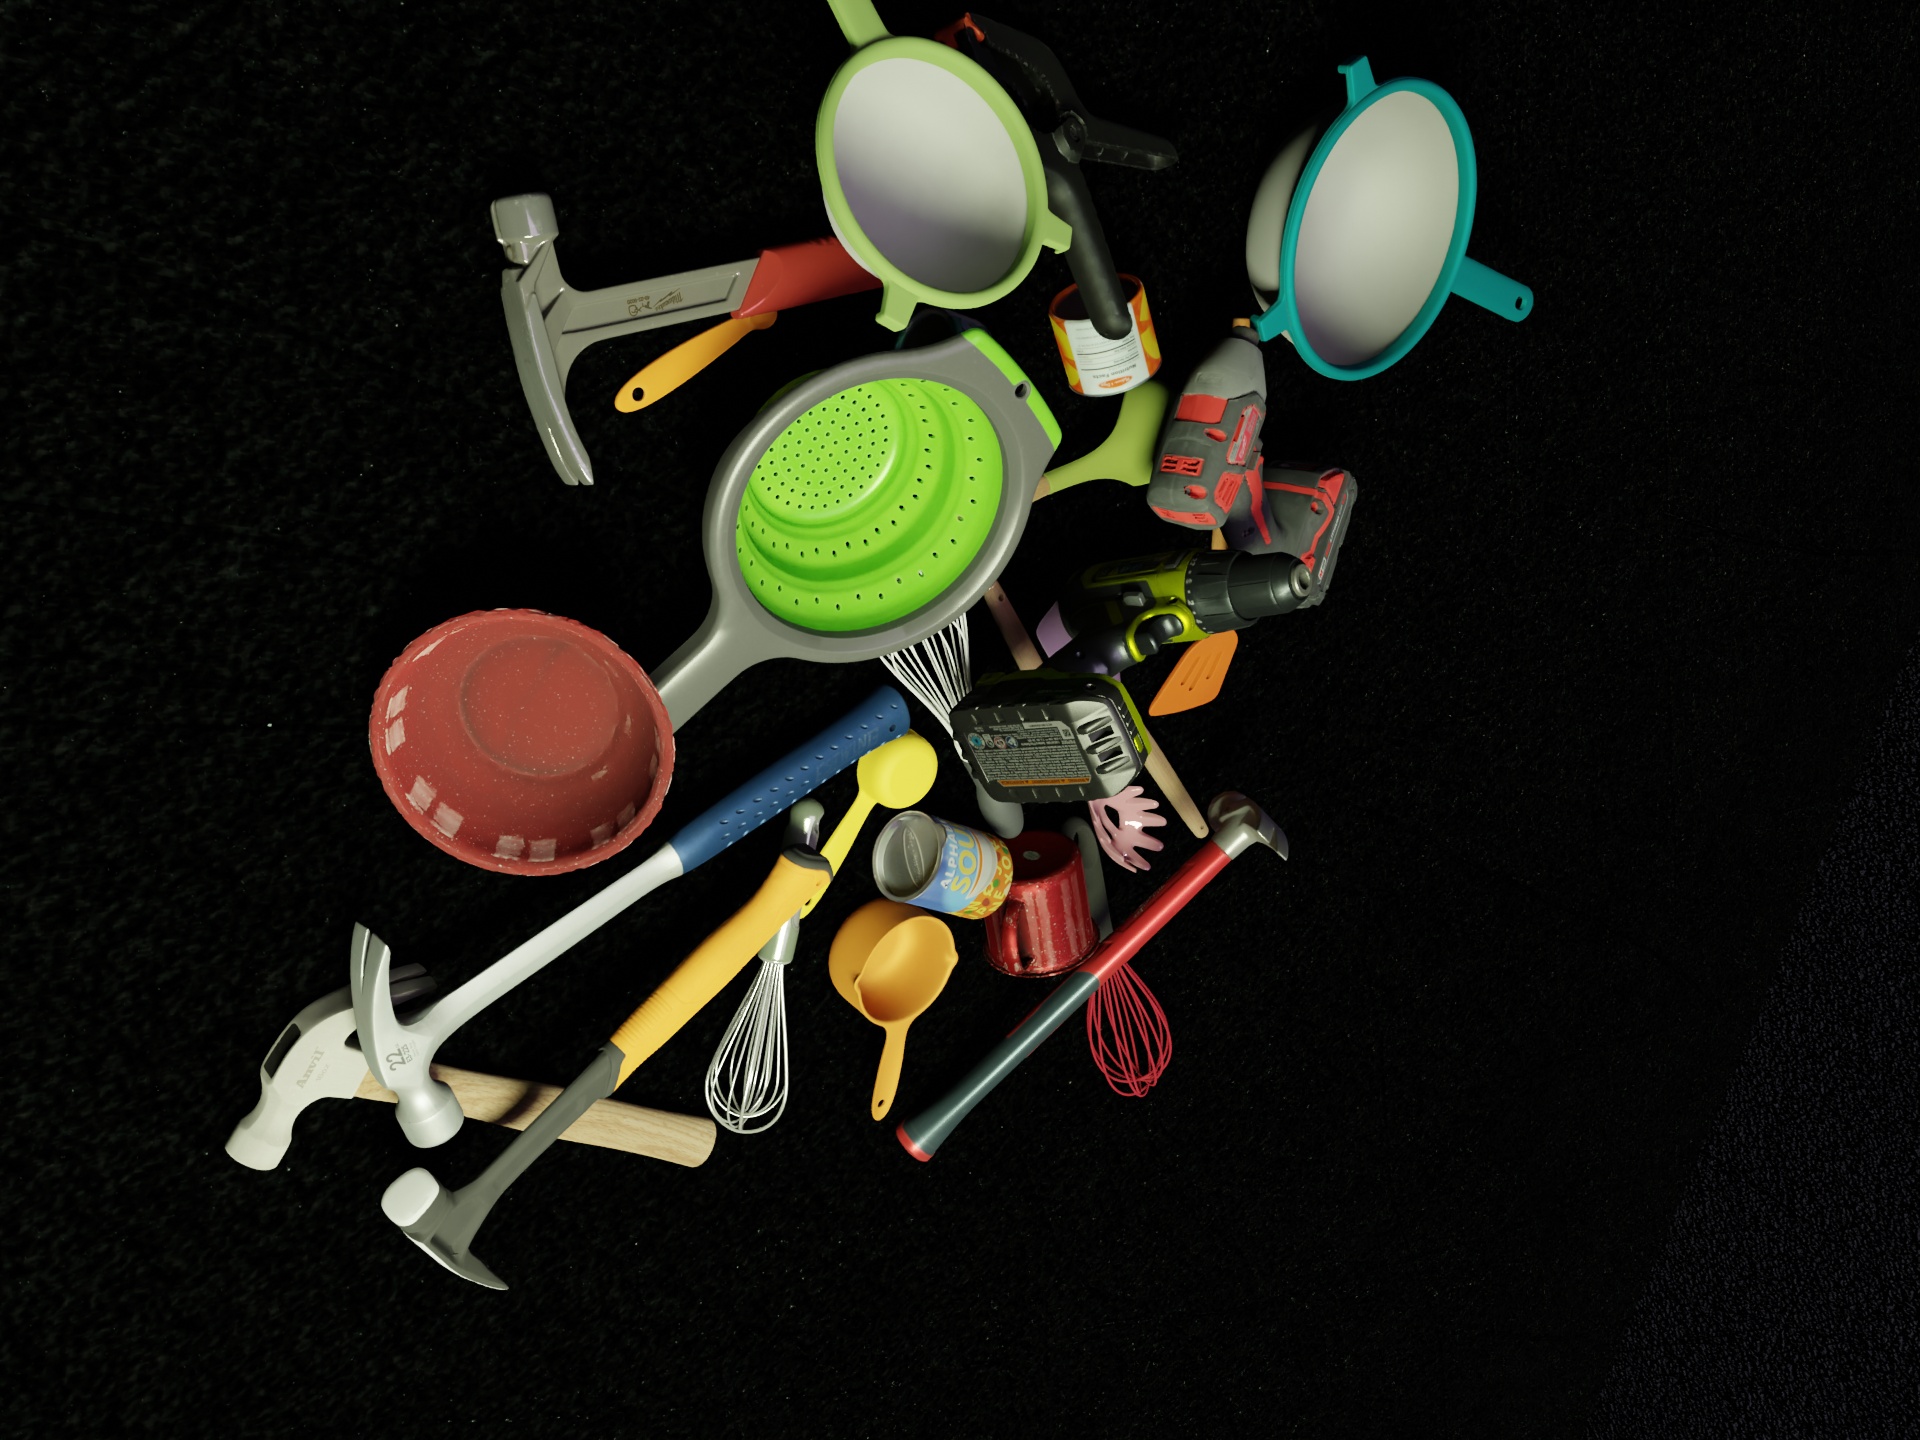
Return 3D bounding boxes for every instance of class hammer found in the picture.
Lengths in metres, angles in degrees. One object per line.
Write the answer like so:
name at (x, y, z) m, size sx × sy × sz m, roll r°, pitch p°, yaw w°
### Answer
hammer at (0.098, 0.206, 1.237) m, size 0.386 × 0.143 × 0.038 m, roll -44°, pitch 97°, yaw 3°
hammer at (-0.280, 0.240, 1.006) m, size 0.331 × 0.031 × 0.130 m, roll 29°, pitch 90°, yaw -46°
hammer at (-0.090, -0.249, 0.920) m, size 0.359 × 0.037 × 0.149 m, roll -23°, pitch 111°, yaw -35°
hammer at (-0.202, 0.206, 1.004) m, size 0.337 × 0.034 × 0.127 m, roll -45°, pitch 147°, yaw -21°
hammer at (-0.187, 0.087, 0.982) m, size 0.405 × 0.035 × 0.144 m, roll -36°, pitch 131°, yaw -32°

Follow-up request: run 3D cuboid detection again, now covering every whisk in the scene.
whisk at (-0.129, 0.171, 1.100) m, size 0.058 × 0.059 × 0.246 m, roll -47°, pitch 151°, yaw -79°
whisk at (-0.003, -0.004, 1.124) m, size 0.070 × 0.070 × 0.284 m, roll -43°, pitch 139°, yaw -18°
whisk at (0.124, 0.202, 1.340) m, size 0.073 × 0.073 × 0.295 m, roll -32°, pitch 122°, yaw -27°

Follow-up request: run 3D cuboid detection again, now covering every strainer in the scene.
strainer at (0.322, -0.361, 1.212) m, size 0.340 × 0.095 × 0.211 m, roll 3°, pitch 110°, yaw -45°
strainer at (-0.053, -0.343, 0.883) m, size 0.151 × 0.069 × 0.256 m, roll -35°, pitch 103°, yaw -33°

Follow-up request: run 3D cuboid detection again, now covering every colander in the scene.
colander at (-0.126, -0.089, 0.956) m, size 0.397 × 0.095 × 0.204 m, roll -41°, pitch 136°, yaw 5°

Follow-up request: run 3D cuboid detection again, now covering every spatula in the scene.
spatula at (0.141, 0.005, 1.282) m, size 0.060 × 0.018 × 0.315 m, roll -51°, pitch 134°, yaw -15°
spatula at (0.200, -0.154, 1.256) m, size 0.081 × 0.041 × 0.322 m, roll -13°, pitch 114°, yaw -37°

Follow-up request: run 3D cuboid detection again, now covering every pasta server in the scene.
pasta server at (0.086, 0.007, 1.219) m, size 0.060 × 0.040 × 0.315 m, roll -54°, pitch 136°, yaw -25°

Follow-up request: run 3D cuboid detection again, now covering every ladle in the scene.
ladle at (0.029, -0.157, 1.093) m, size 0.320 × 0.062 × 0.078 m, roll -26°, pitch 127°, yaw -22°

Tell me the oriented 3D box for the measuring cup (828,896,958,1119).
measuring cup at (-0.061, 0.211, 1.178) m, size 0.095 × 0.052 × 0.173 m, roll -8°, pitch 117°, yaw -40°

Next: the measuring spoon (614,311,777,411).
measuring spoon at (-0.150, -0.210, 0.915) m, size 0.117 × 0.011 × 0.021 m, roll -39°, pitch 132°, yaw -21°

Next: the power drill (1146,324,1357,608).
power drill at (0.212, -0.178, 1.153) m, size 0.219 × 0.079 × 0.143 m, roll 33°, pitch 73°, yaw -55°

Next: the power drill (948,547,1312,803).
power drill at (0.115, -0.043, 1.072) m, size 0.228 × 0.190 × 0.080 m, roll -46°, pitch 120°, yaw -39°

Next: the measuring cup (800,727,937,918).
measuring cup at (-0.068, 0.076, 1.117) m, size 0.062 × 0.029 × 0.156 m, roll 37°, pitch 82°, yaw -46°
